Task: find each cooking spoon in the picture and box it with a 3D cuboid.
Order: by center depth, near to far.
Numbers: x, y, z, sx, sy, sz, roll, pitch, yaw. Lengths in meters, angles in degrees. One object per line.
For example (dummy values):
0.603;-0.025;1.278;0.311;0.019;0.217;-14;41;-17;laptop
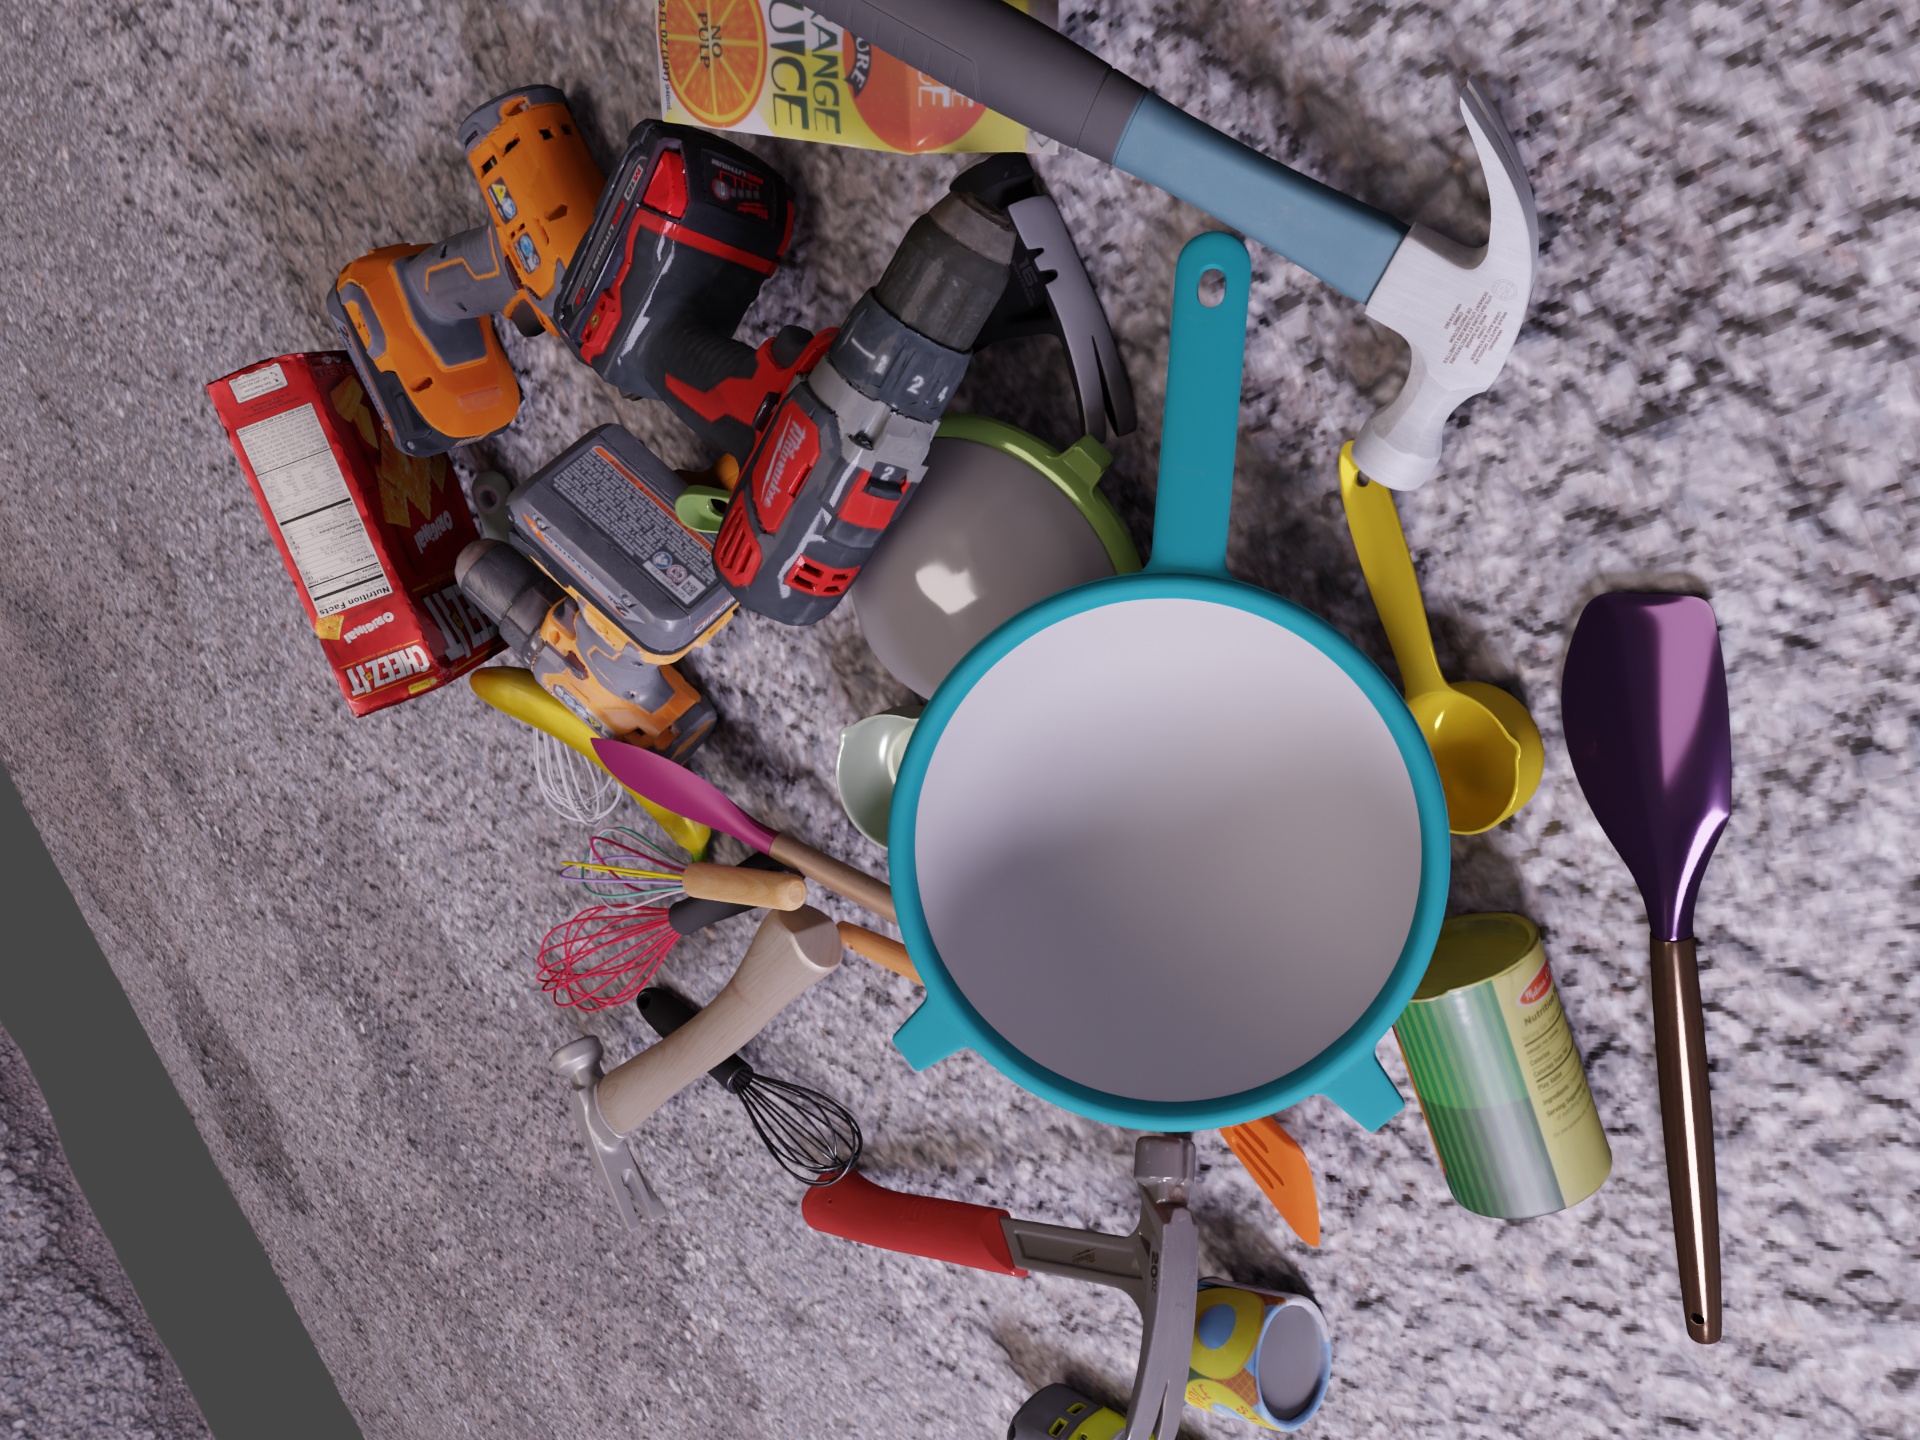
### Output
-0.084;0.081;0.900;0.319;0.017;0.068;24;154;20;cooking spoon

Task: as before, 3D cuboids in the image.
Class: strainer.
0.088;-0.015;0.639;0.211;0.095;0.340;5;90;11;strainer
-0.043;-0.066;0.723;0.256;0.069;0.151;15;135;29;strainer

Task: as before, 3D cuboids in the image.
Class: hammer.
0.046;-0.211;0.552;0.331;0.033;0.128;30;129;4;hammer
-0.057;-0.141;0.777;0.337;0.034;0.127;-19;97;50;hammer
0.007;0.314;0.937;0.359;0.036;0.149;-16;62;54;hammer
-0.173;0.226;1.053;0.410;0.038;0.146;-43;70;49;hammer

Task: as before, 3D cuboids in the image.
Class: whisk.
-0.171;0.096;0.981;0.245;0.051;0.047;0;139;47;whisk
-0.196;0.137;1.056;0.296;0.073;0.073;-28;92;40;whisk
-0.278;-0.045;1.058;0.058;0.059;0.246;-12;103;11;whisk
-0.152;0.244;1.097;0.239;0.055;0.055;28;131;38;whisk

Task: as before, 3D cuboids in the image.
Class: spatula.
0.267;0.102;0.598;0.060;0.018;0.315;5;115;45;spatula
0.050;0.171;0.832;0.323;0.041;0.080;19;140;34;spatula

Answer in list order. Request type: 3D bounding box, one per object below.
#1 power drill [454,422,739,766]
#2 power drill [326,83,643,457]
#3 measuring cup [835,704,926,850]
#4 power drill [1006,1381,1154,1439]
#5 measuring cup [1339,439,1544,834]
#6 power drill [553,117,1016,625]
-0.210;-0.073;0.900;0.185;0.084;0.226;42;152;4;power drill
-0.258;-0.229;0.899;0.226;0.084;0.164;-19;99;46;power drill
-0.001;-0.003;0.809;0.083;0.038;0.167;44;121;13;measuring cup
0.124;0.531;0.957;0.191;0.080;0.228;12;118;42;power drill
0.180;-0.034;0.610;0.062;0.029;0.156;-21;85;53;measuring cup
-0.077;-0.175;0.685;0.188;0.080;0.227;-56;50;24;power drill
